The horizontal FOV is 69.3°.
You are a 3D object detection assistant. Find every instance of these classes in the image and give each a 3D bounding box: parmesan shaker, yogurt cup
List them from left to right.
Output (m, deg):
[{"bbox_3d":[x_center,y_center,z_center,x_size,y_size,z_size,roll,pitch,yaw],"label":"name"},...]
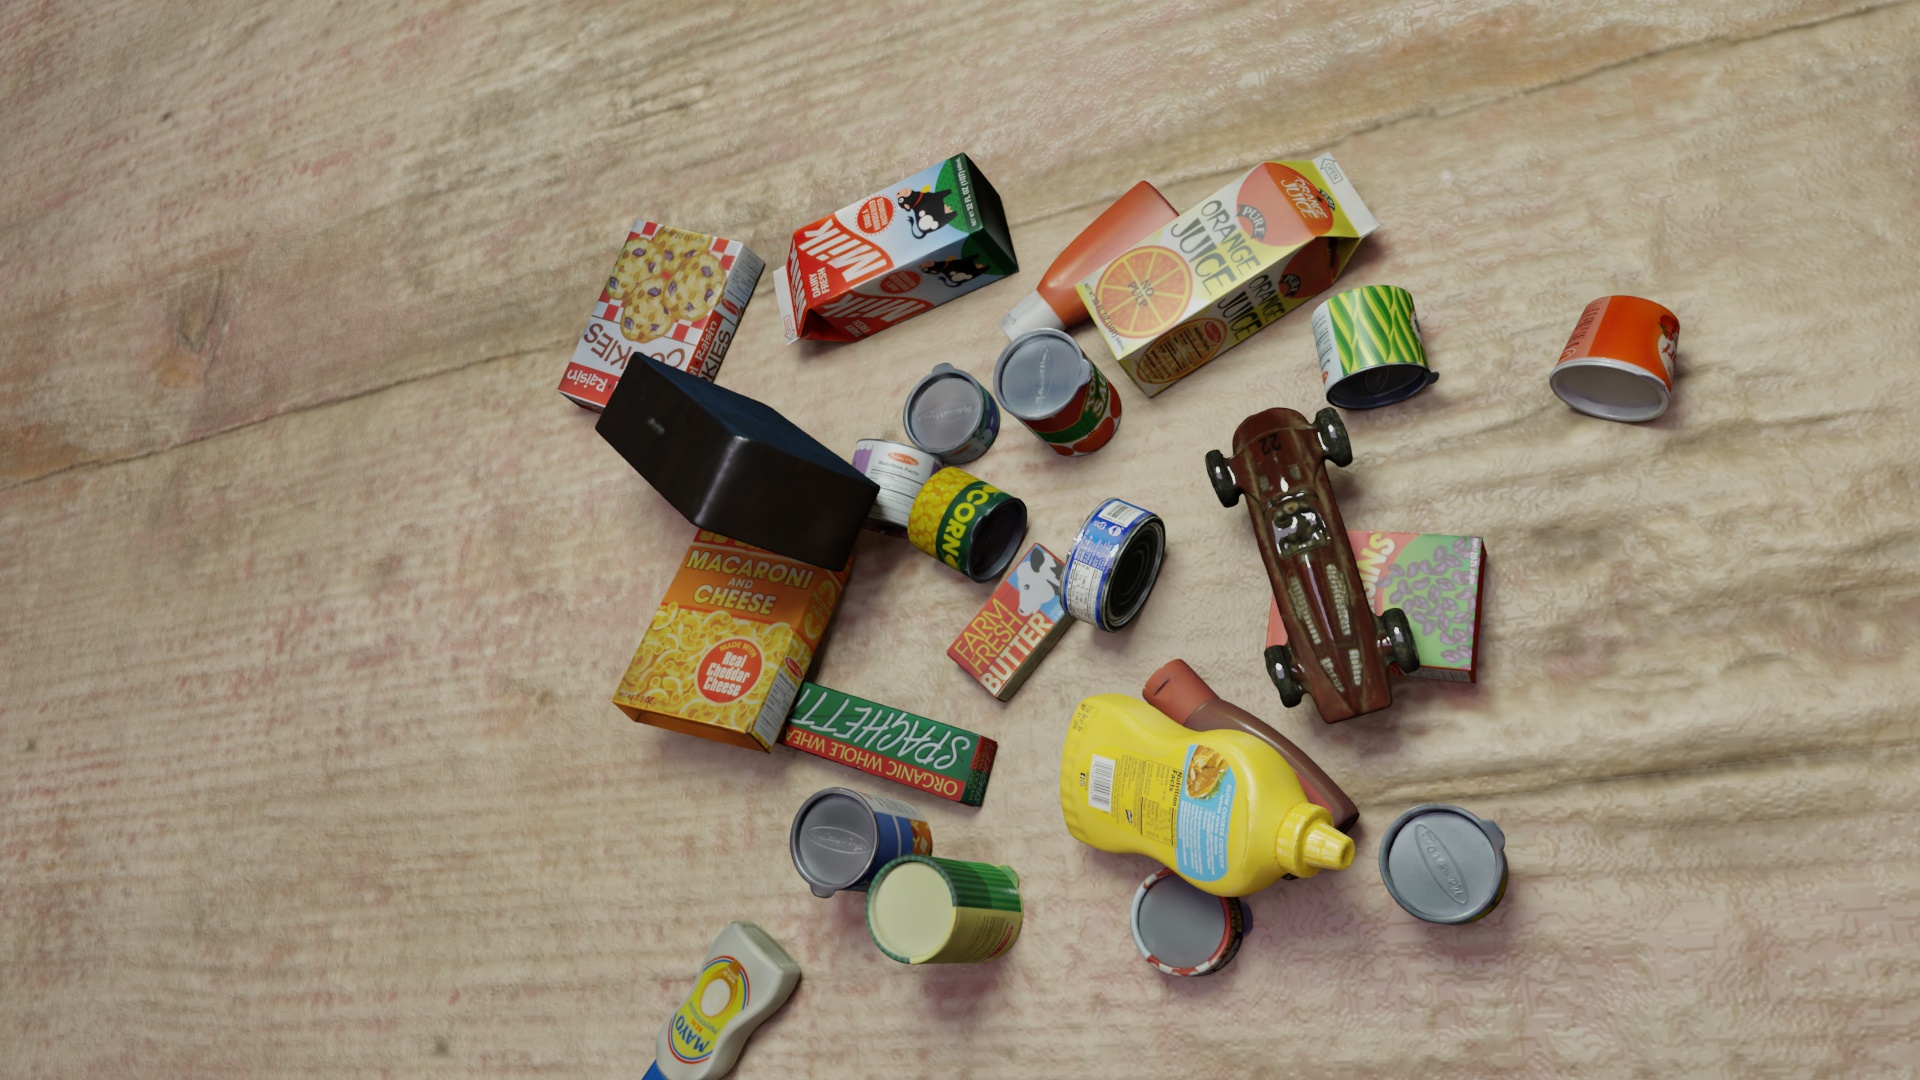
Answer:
[{"bbox_3d":[-0.008,0.235,0.891,0.071,0.103,0.071,-8,71,23],"label":"parmesan shaker"},{"bbox_3d":[0.396,-0.111,0.835,0.072,0.072,0.054,16,74,28],"label":"yogurt cup"}]

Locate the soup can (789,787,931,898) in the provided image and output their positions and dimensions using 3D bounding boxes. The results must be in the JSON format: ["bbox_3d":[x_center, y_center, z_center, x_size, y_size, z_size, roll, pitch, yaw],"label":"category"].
[{"bbox_3d":[-0.067,0.207,0.938,0.071,0.083,0.071,-8,71,23],"label":"soup can"}]

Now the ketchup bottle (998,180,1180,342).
[{"bbox_3d":[0.095,-0.193,1.010,0.148,0.043,0.065,-39,48,10],"label":"ketchup bottle"}]

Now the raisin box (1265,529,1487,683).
[{"bbox_3d":[0.259,0.038,0.865,0.123,0.040,0.086,3,75,25],"label":"raisin box"}]

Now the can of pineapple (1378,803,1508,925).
[{"bbox_3d":[0.280,0.187,0.797,0.071,0.058,0.071,-7,72,23],"label":"can of pineapple"}]

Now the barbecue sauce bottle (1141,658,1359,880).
[{"bbox_3d":[0.175,0.137,0.870,0.064,0.044,0.149,-51,60,16],"label":"barbecue sauce bottle"}]

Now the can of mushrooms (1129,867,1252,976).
[{"bbox_3d":[0.142,0.236,0.861,0.071,0.033,0.071,-8,70,23],"label":"can of mushrooms"}]

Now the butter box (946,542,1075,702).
[{"bbox_3d":[0.042,0.057,0.968,0.053,0.024,0.103,41,94,28],"label":"butter box"}]

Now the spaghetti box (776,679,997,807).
[{"bbox_3d":[-0.092,0.134,1.004,0.250,0.028,0.050,13,80,28],"label":"spaghetti box"}]

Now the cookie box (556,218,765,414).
[{"bbox_3d":[-0.252,-0.179,1.171,0.123,0.040,0.167,18,82,29],"label":"cookie box"}]

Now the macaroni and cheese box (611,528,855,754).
[{"bbox_3d":[-0.166,0.065,1.028,0.124,0.040,0.167,8,60,26],"label":"macaroni and cheese box"}]

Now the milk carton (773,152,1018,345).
[{"bbox_3d":[-0.060,-0.216,1.073,0.190,0.073,0.072,-20,67,19],"label":"milk carton"}]

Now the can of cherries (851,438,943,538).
[{"bbox_3d":[-0.051,-0.037,1.020,0.071,0.071,0.058,8,79,27],"label":"can of cherries"}]

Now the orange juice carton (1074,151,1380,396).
[{"bbox_3d":[0.184,-0.187,0.951,0.192,0.073,0.072,-32,64,13],"label":"orange juice carton"}]

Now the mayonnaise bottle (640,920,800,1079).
[{"bbox_3d":[-0.177,0.342,0.971,0.065,0.041,0.148,35,90,28],"label":"mayonnaise bottle"}]

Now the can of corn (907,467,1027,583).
[{"bbox_3d":[0.004,-0.012,0.981,0.058,0.071,0.071,28,88,30],"label":"can of corn"}]

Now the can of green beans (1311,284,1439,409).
[{"bbox_3d":[0.265,-0.124,0.898,0.071,0.071,0.058,-14,69,21],"label":"can of green beans"}]

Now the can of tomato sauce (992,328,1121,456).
[{"bbox_3d":[0.071,-0.102,0.971,0.071,0.083,0.071,-7,72,23],"label":"can of tomato sauce"}]

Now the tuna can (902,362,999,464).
[{"bbox_3d":[-0.007,-0.094,1.033,0.071,0.033,0.071,-7,71,23],"label":"tuna can"}]
